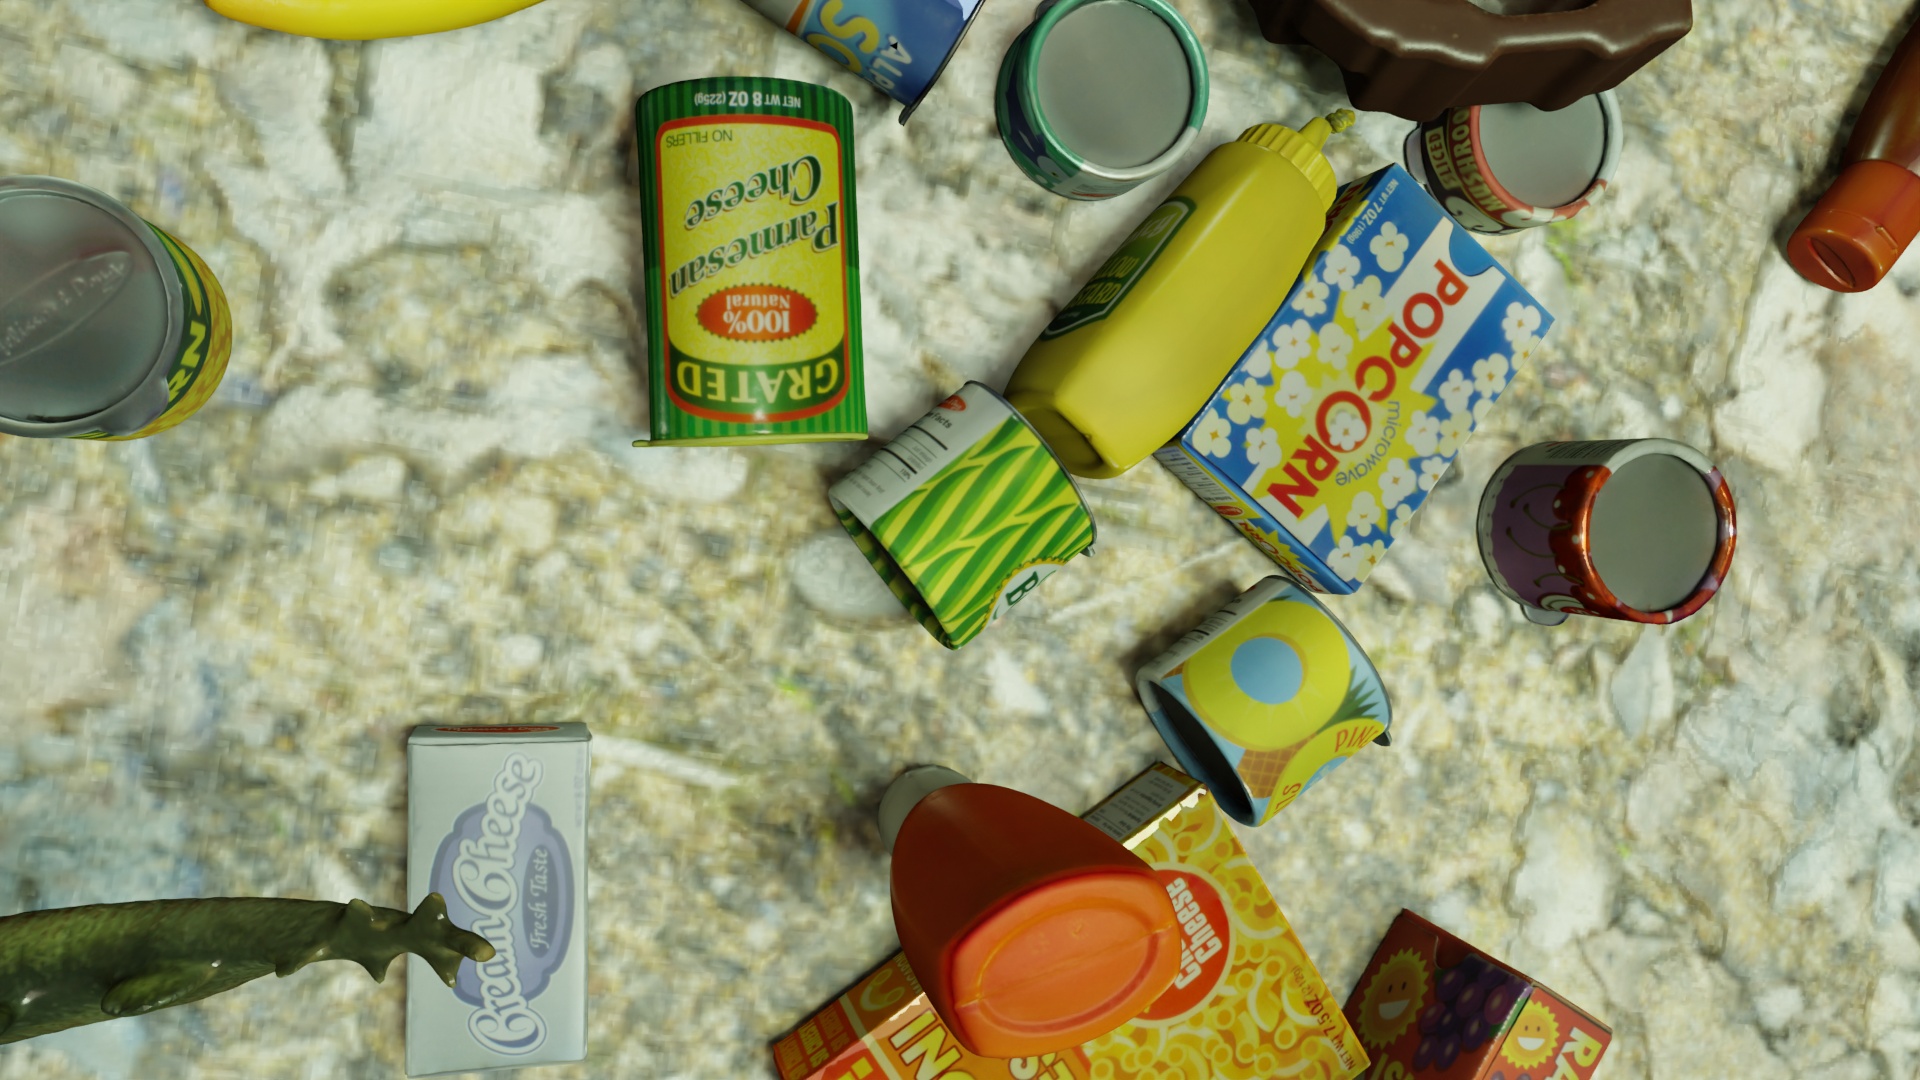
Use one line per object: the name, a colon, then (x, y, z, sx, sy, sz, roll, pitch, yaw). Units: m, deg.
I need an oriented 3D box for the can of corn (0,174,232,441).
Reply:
can of corn: (-0.238, -0.058, 0.378, 0.071, 0.058, 0.071, -1, 92, -15)

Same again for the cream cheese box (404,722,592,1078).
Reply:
cream cheese box: (-0.141, 0.109, 0.428, 0.053, 0.024, 0.103, 1, 92, -15)

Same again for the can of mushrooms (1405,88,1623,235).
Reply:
can of mushrooms: (0.202, -0.146, 0.507, 0.071, 0.033, 0.071, -1, 93, -16)

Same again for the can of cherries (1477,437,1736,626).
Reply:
can of cherries: (0.236, -0.002, 0.508, 0.071, 0.058, 0.071, -1, 92, -15)

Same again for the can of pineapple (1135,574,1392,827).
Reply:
can of pineapple: (0.102, 0.056, 0.469, 0.058, 0.071, 0.071, -35, 101, -10)

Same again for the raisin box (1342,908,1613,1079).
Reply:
raisin box: (0.157, 0.200, 0.480, 0.040, 0.086, 0.123, 34, 84, -9)

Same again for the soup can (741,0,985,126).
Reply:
soup can: (-0.035, -0.180, 0.425, 0.084, 0.071, 0.071, 29, 85, -14)

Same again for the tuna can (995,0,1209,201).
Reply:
tuna can: (0.047, -0.152, 0.464, 0.071, 0.033, 0.071, -1, 93, -15)

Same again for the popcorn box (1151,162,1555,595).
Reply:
popcorn box: (0.136, -0.055, 0.490, 0.085, 0.038, 0.127, 40, 82, -12)

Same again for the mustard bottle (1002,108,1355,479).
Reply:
mustard bottle: (0.081, -0.091, 0.463, 0.048, 0.065, 0.160, 45, 75, -18)

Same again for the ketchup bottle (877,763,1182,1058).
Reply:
ketchup bottle: (0.007, 0.097, 0.403, 0.065, 0.149, 0.043, -16, 97, -13)

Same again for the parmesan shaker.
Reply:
parmesan shaker: (-0.066, -0.081, 0.420, 0.071, 0.071, 0.103, -3, 93, -15)

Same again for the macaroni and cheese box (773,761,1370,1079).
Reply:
macaroni and cheese box: (0.040, 0.175, 0.471, 0.167, 0.040, 0.123, -33, 100, -12)

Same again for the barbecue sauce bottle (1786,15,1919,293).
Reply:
barbecue sauce bottle: (0.388, -0.164, 0.551, 0.065, 0.043, 0.149, 42, 82, -13)

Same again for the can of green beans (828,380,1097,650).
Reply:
can of green beans: (0.000, -0.007, 0.440, 0.058, 0.071, 0.071, -38, 101, -10)
